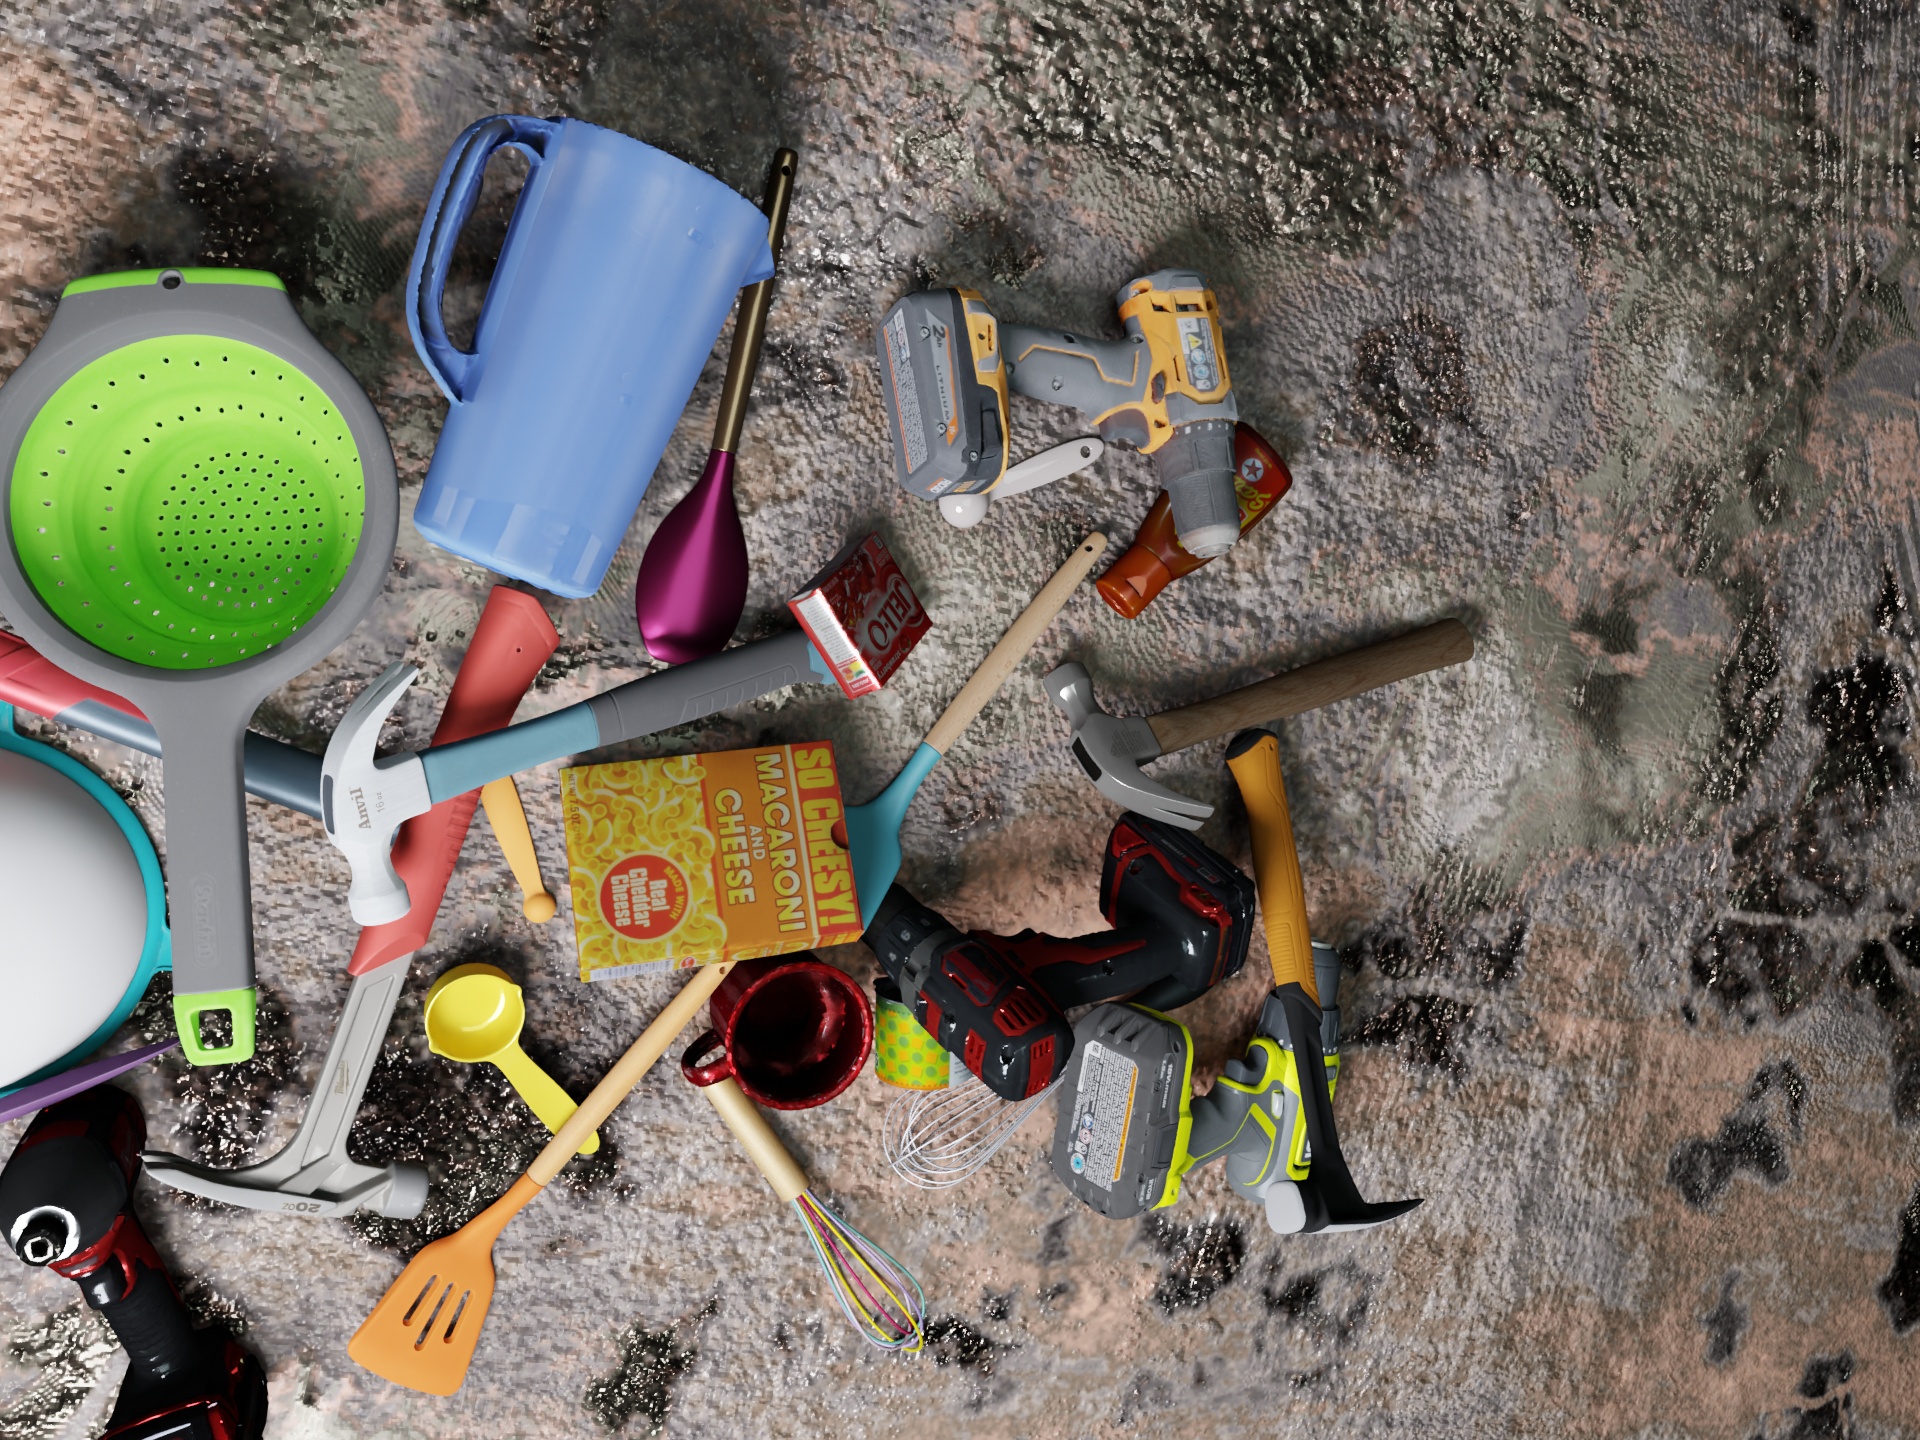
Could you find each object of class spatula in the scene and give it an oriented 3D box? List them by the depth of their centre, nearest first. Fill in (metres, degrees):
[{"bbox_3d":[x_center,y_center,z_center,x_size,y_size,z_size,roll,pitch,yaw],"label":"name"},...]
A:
[{"bbox_3d":[-0.569,0.231,0.840,0.316,0.060,0.018,-22,93,-8],"label":"spatula"},{"bbox_3d":[-0.240,0.266,0.970,0.322,0.041,0.081,-49,123,-2],"label":"spatula"},{"bbox_3d":[-0.002,-0.003,1.031,0.082,0.044,0.317,36,80,12],"label":"spatula"}]

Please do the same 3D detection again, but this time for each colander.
[{"bbox_3d":[-0.384,-0.027,0.826,0.204,0.094,0.397,-4,87,-7],"label":"colander"}]

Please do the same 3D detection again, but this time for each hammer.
[{"bbox_3d":[-0.462,0.001,0.832,0.386,0.038,0.143,27,50,-26],"label":"hammer"},{"bbox_3d":[-0.314,0.094,0.881,0.149,0.037,0.359,22,84,-33],"label":"hammer"},{"bbox_3d":[-0.200,-0.001,0.910,0.331,0.033,0.128,-21,111,-36],"label":"hammer"},{"bbox_3d":[0.230,0.167,1.069,0.127,0.034,0.337,10,64,-39],"label":"hammer"},{"bbox_3d":[0.225,-0.016,1.102,0.331,0.031,0.130,-16,66,-24],"label":"hammer"}]

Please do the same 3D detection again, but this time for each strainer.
[{"bbox_3d":[-0.583,0.145,0.804,0.340,0.095,0.211,-34,108,-15],"label":"strainer"}]

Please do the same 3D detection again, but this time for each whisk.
[{"bbox_3d":[-0.093,0.323,1.043,0.051,0.047,0.245,-35,105,-12],"label":"whisk"},{"bbox_3d":[0.071,0.229,1.086,0.284,0.070,0.070,-28,106,-20],"label":"whisk"}]

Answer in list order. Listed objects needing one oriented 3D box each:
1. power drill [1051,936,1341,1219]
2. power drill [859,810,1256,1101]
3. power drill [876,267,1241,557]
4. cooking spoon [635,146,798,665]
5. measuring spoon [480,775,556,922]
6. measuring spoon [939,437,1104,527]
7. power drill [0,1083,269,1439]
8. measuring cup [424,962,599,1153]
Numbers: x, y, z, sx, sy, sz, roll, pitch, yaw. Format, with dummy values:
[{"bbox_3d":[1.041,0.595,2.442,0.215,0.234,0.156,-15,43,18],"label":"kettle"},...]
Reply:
[{"bbox_3d":[0.178,0.245,1.092,0.228,0.080,0.190,5,97,-41],"label":"power drill"},{"bbox_3d":[0.055,0.134,1.022,0.226,0.188,0.080,-21,131,-31],"label":"power drill"},{"bbox_3d":[0.074,-0.187,1.001,0.226,0.084,0.185,-8,85,-22],"label":"power drill"},{"bbox_3d":[-0.139,-0.189,0.968,0.068,0.017,0.319,11,94,-22],"label":"cooking spoon"},{"bbox_3d":[-0.269,0.069,0.957,0.021,0.011,0.117,-20,104,-17],"label":"measuring spoon"},{"bbox_3d":[0.043,-0.160,1.041,0.124,0.018,0.034,-25,105,-17],"label":"measuring spoon"},{"bbox_3d":[-0.450,0.317,0.854,0.078,0.143,0.219,-17,105,-15],"label":"power drill"},{"bbox_3d":[-0.270,0.210,0.975,0.062,0.029,0.156,-36,120,-10],"label":"measuring cup"}]
